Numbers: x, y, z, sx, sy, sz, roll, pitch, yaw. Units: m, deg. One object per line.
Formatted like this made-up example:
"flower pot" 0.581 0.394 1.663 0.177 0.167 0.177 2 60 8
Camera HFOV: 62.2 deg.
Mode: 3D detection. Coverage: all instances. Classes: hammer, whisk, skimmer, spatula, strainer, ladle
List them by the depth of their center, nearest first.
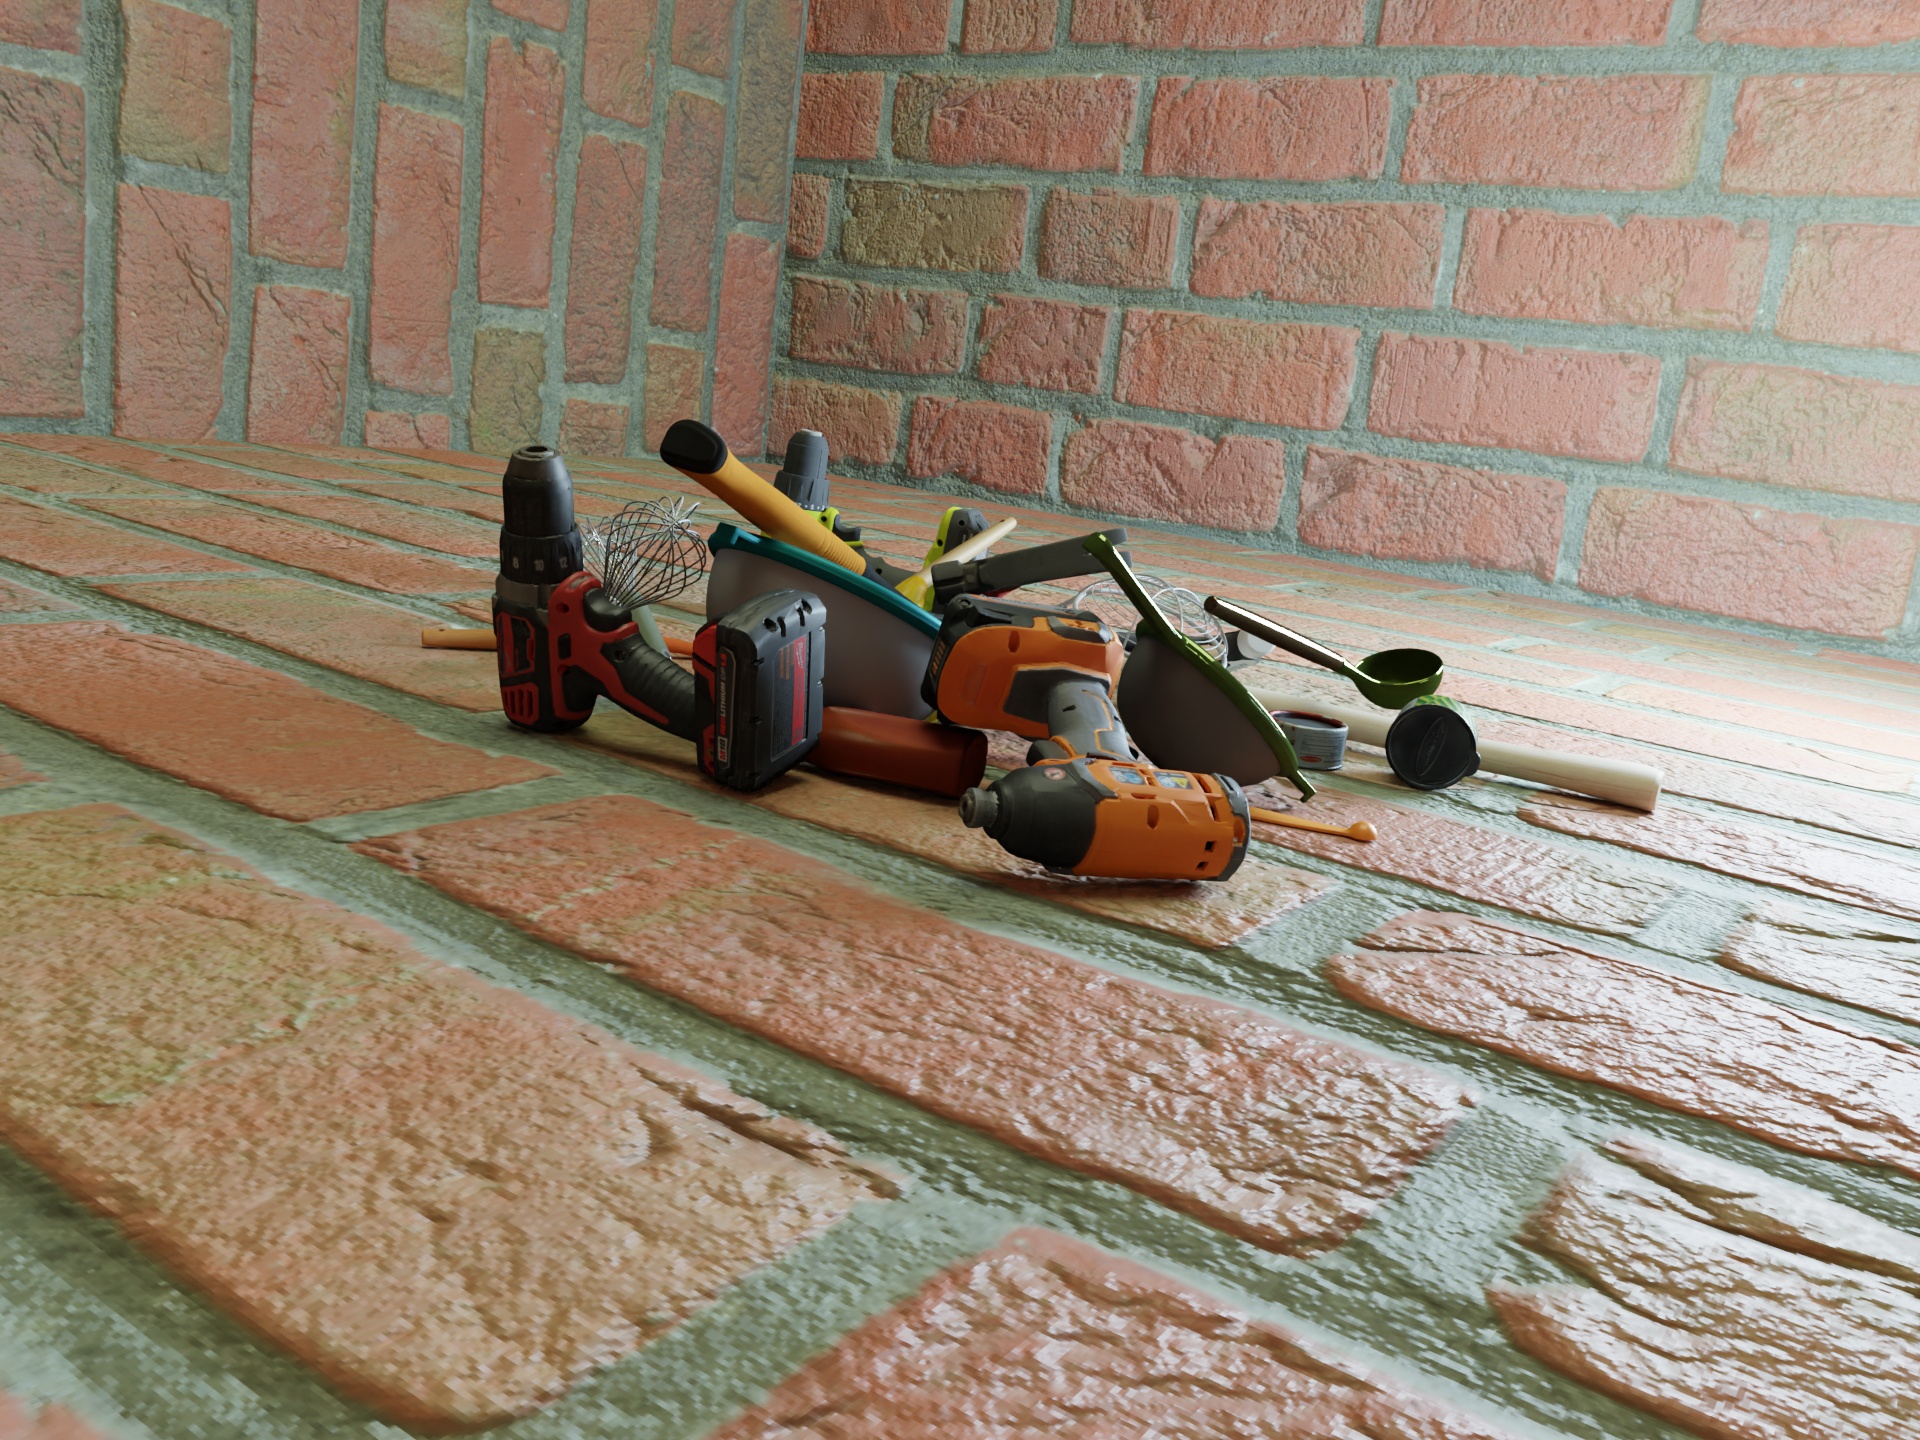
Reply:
"strainer" 0.131 -0.025 1.072 0.256 0.069 0.152 47 -4 -41
"hammer" -0.088 -0.113 1.099 0.127 0.034 0.336 20 -9 40
"strainer" -0.041 -0.016 1.119 0.340 0.095 0.211 27 -8 -5
"whisk" -0.247 -0.088 1.143 0.070 0.070 0.284 1 -17 -28
"hammer" 0.354 0.014 1.306 0.411 0.038 0.146 14 15 27
"whisk" -0.278 -0.101 1.319 0.059 0.057 0.247 -33 42 -2
"ladle" 0.302 -0.066 1.321 0.320 0.062 0.078 17 -2 -44
"skimmer" 0.049 -0.056 1.322 0.363 0.090 0.127 -9 5 40
"spatula" -0.281 -0.074 1.331 0.322 0.041 0.081 0 25 -24
"hammer" 0.044 -0.121 1.346 0.149 0.037 0.359 -11 3 -2
"ladle" -0.051 -0.120 1.456 0.069 0.031 0.315 12 37 41
"hammer" 0.109 -0.074 1.469 0.334 0.035 0.146 4 -8 -10

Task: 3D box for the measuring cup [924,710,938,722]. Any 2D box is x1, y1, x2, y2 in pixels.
"measuring cup" -0.002 -0.004 1.227 0.062 0.029 0.156 26 33 33

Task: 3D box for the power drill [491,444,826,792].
"power drill" -0.200 -0.064 0.995 0.227 0.187 0.080 16 28 24

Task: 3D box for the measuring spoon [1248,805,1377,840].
"measuring spoon" 0.218 0.062 1.055 0.117 0.011 0.021 11 13 19

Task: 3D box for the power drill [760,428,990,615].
"power drill" -0.090 -0.179 1.594 0.228 0.190 0.080 14 12 10

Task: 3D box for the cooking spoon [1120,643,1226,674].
"cooking spoon" 0.088 -0.041 1.356 0.318 0.017 0.069 -8 16 -22

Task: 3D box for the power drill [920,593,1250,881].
"power drill" 0.052 0.010 0.931 0.164 0.084 0.227 6 29 -24
